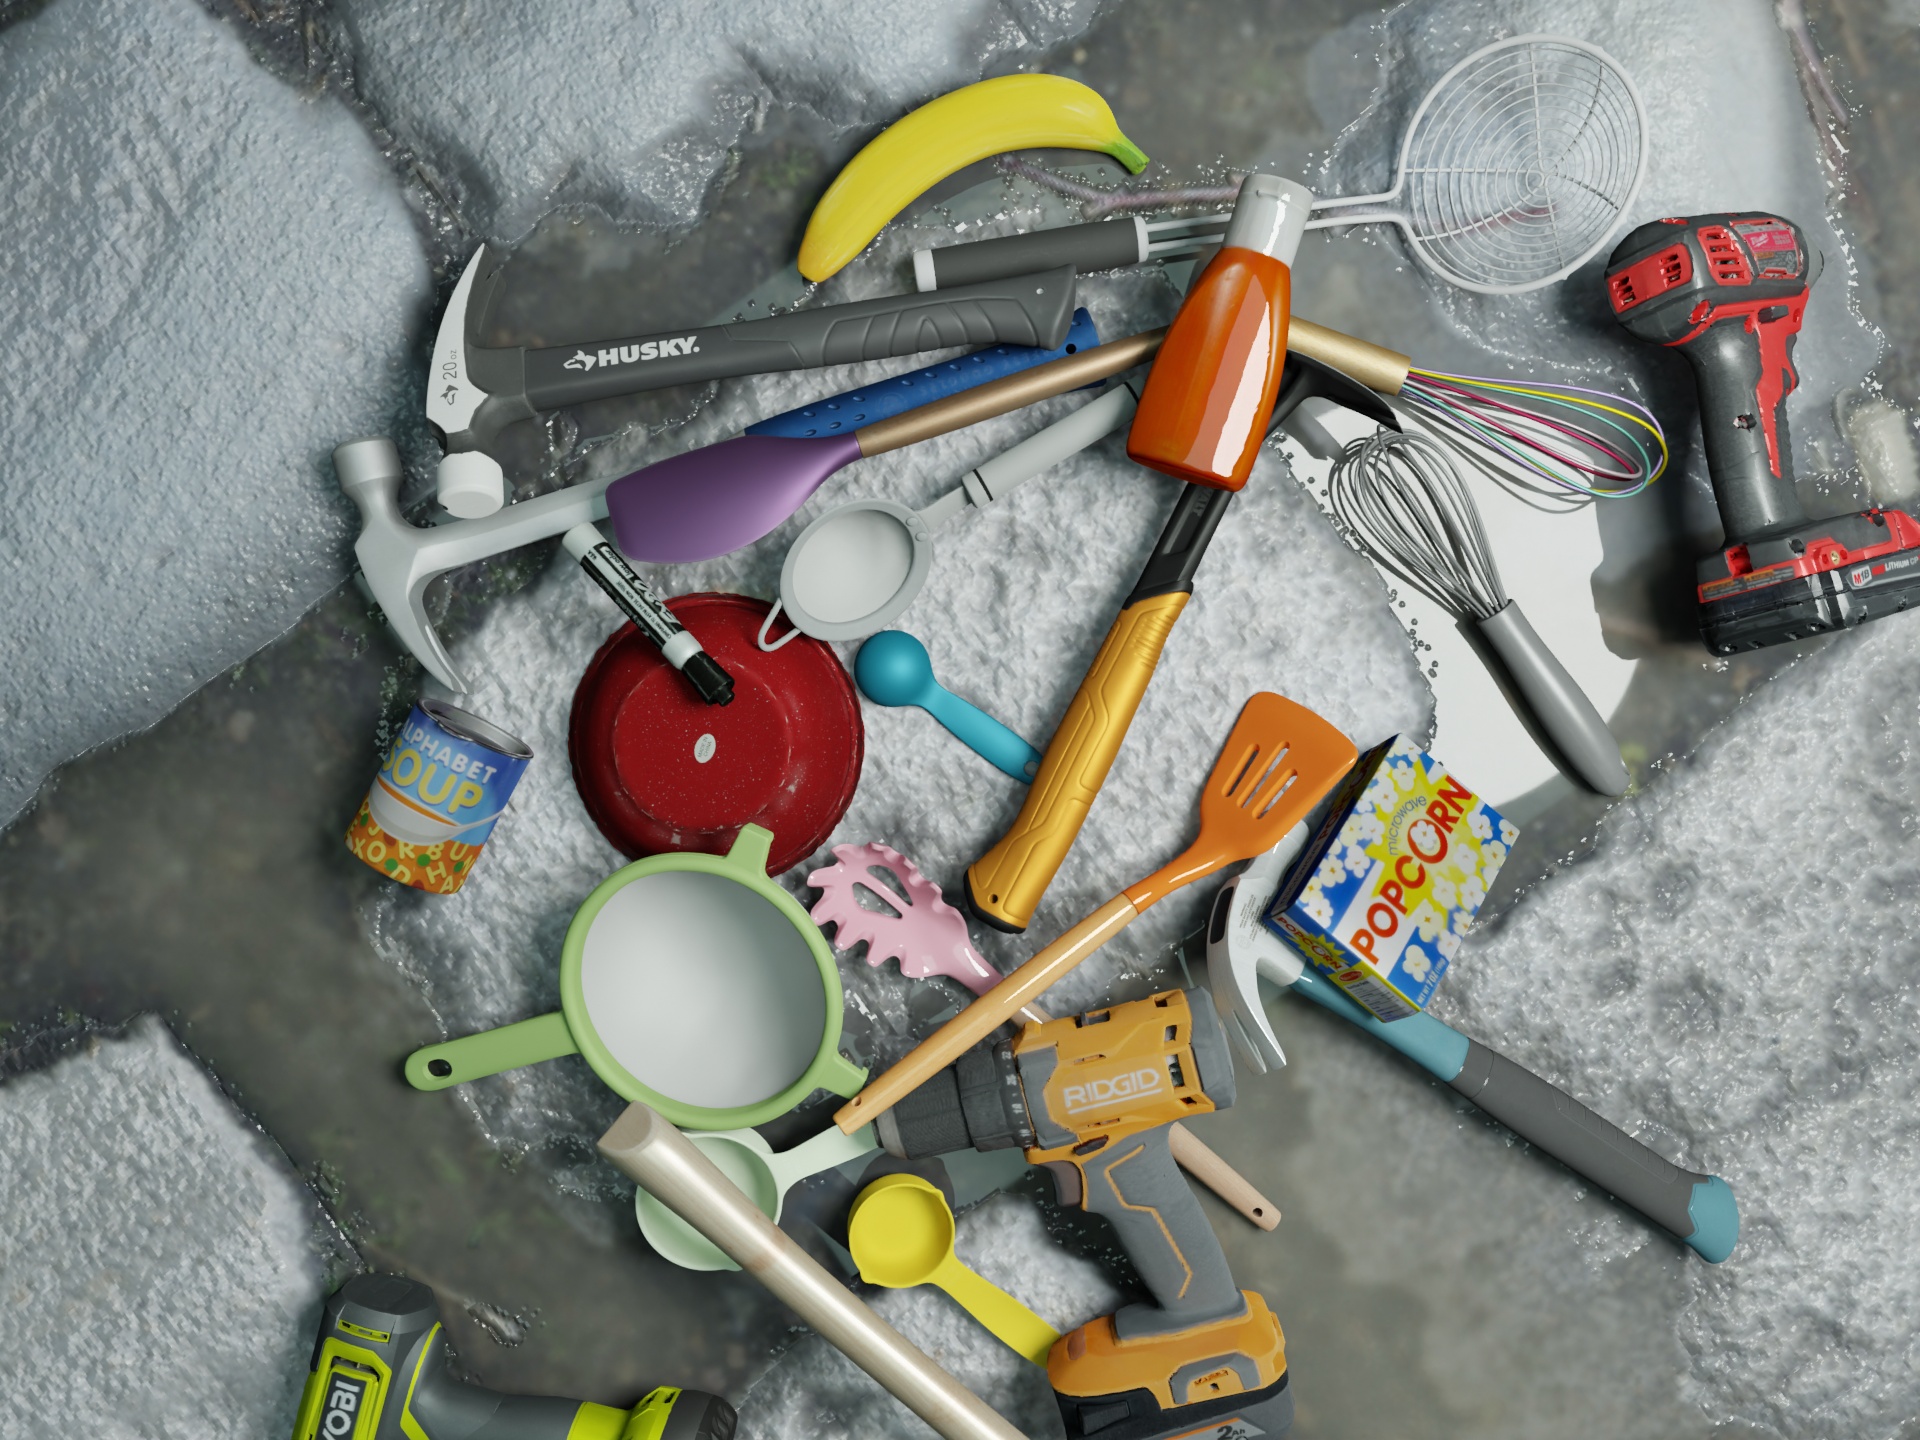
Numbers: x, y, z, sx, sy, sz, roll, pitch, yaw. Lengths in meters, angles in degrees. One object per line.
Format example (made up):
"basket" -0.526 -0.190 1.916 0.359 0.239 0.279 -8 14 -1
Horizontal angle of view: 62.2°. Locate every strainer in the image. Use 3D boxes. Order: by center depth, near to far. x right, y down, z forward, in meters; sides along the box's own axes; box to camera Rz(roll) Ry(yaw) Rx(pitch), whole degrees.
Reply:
"strainer" 0.001 -0.117 0.828 0.258 0.086 0.050 -30 47 2
"strainer" -0.175 0.147 0.845 0.256 0.069 0.151 -18 100 17

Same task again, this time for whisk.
"whisk" 0.285 -0.056 0.843 0.055 0.055 0.239 -36 95 1
"whisk" 0.254 -0.171 0.844 0.245 0.047 0.051 21 79 4

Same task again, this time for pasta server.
"pasta server" 0.049 0.173 0.851 0.316 0.040 0.060 40 99 -2

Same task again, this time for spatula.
"spatula" 0.065 0.102 0.814 0.322 0.081 0.041 -36 129 -11
"spatula" -0.027 -0.147 0.815 0.316 0.018 0.060 -20 78 -1

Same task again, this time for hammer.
"hammer" -0.021 0.339 0.809 0.410 0.146 0.038 40 63 1
"hammer" -0.105 -0.196 0.815 0.335 0.035 0.146 -9 67 0
"hammer" 0.099 -0.039 0.828 0.127 0.034 0.337 28 92 26
"hammer" 0.273 0.185 0.839 0.331 0.033 0.128 33 62 -5
"hammer" -0.120 -0.133 0.843 0.405 0.035 0.144 -17 88 0

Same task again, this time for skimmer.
"skimmer" 0.155 -0.264 0.815 0.363 0.090 0.127 -8 92 0

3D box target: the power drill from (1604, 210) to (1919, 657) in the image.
"power drill" 0.416 -0.153 0.813 0.143 0.078 0.220 -14 87 -32

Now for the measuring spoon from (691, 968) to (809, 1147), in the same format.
"measuring spoon" -0.112 0.184 0.863 0.021 0.011 0.117 34 92 -1

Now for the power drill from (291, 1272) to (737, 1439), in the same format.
"power drill" -0.244 0.407 0.839 0.223 0.080 0.171 15 91 3

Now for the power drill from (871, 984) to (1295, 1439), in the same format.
"power drill" 0.065 0.262 0.818 0.185 0.084 0.226 -14 95 3

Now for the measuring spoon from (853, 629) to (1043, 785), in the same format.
"measuring spoon" -0.001 -0.003 0.854 0.128 0.021 0.042 35 91 -2

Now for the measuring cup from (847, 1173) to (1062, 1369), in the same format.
"measuring cup" 0.003 0.304 0.865 0.156 0.029 0.062 42 86 -13

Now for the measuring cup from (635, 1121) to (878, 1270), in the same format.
"measuring cup" -0.092 0.232 0.851 0.167 0.038 0.083 -24 99 -3
